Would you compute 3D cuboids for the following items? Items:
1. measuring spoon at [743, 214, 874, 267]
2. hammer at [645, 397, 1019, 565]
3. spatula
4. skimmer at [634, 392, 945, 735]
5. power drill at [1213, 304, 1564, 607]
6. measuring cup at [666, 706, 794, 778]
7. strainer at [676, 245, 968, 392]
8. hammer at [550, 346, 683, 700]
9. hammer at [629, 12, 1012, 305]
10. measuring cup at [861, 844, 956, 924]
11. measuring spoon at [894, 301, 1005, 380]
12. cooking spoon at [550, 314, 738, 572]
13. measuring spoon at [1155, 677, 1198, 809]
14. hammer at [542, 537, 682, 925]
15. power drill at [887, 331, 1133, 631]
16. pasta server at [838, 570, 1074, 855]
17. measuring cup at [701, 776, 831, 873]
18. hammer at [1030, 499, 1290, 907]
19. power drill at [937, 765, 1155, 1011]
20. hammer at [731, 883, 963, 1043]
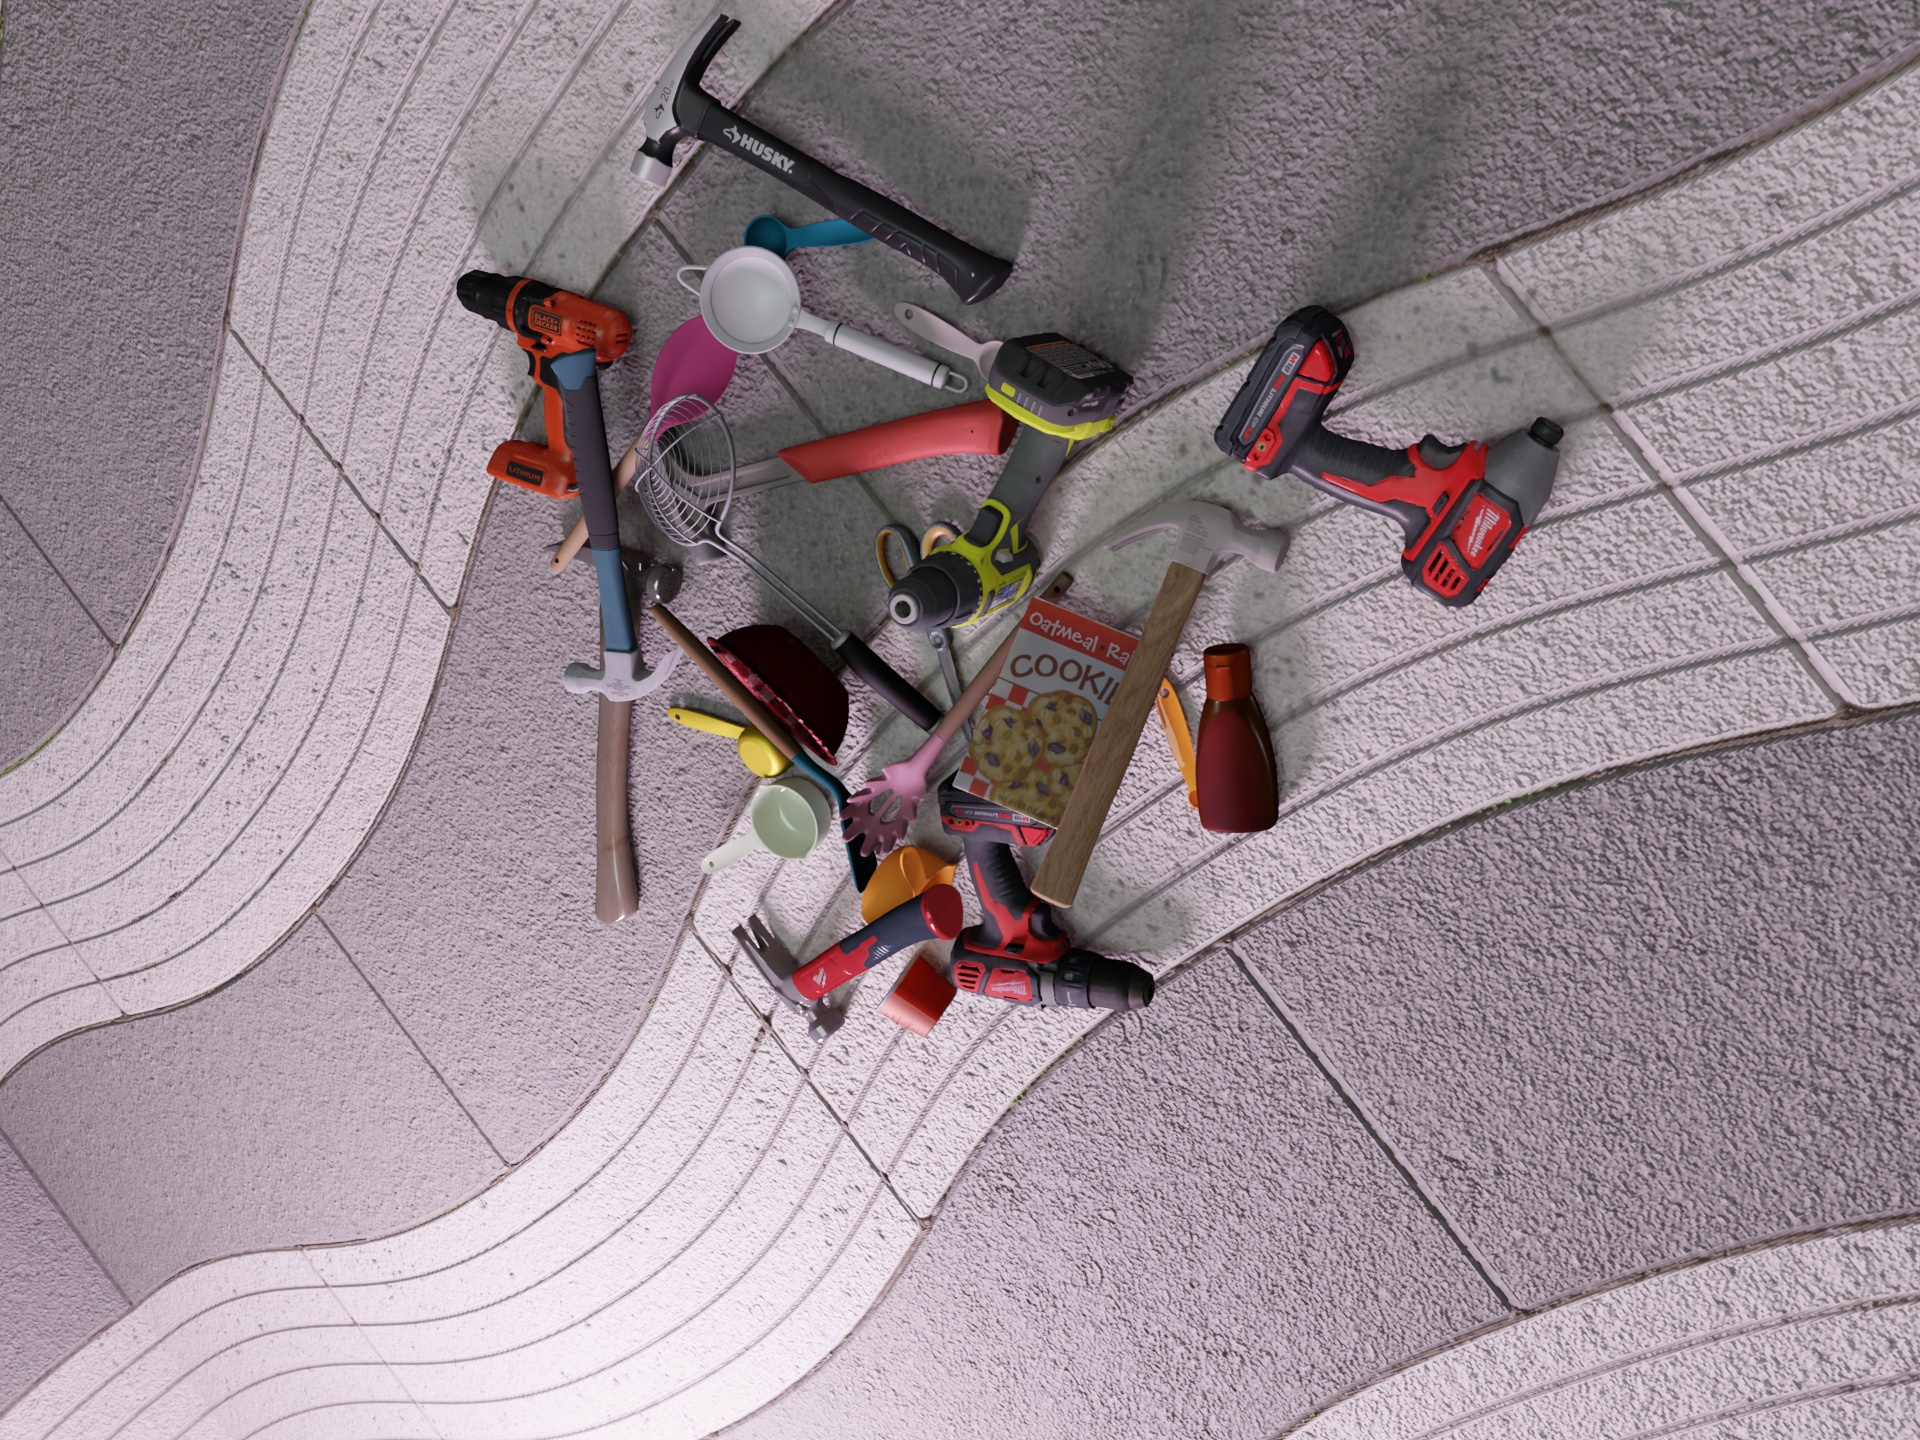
[{"bbox_3d":[-0.117,-0.399,1.311,0.128,0.021,0.042,0,104,20],"label":"measuring spoon"},{"bbox_3d":[-0.113,-0.233,1.358,0.359,0.037,0.149,-8,105,32],"label":"hammer"},{"bbox_3d":[-0.175,0.019,1.443,0.044,0.082,0.317,-41,96,17],"label":"spatula"},{"bbox_3d":[-0.138,-0.128,1.384,0.363,0.090,0.127,42,133,-14],"label":"skimmer"},{"bbox_3d":[0.304,-0.192,1.118,0.220,0.078,0.143,36,122,10],"label":"power drill"},{"bbox_3d":[-0.226,0.017,1.517,0.157,0.029,0.062,15,132,27],"label":"measuring cup"},{"bbox_3d":[-0.111,-0.322,1.312,0.258,0.050,0.087,24,108,9],"label":"strainer"},{"bbox_3d":[-0.325,-0.171,1.442,0.128,0.033,0.330,7,117,23],"label":"hammer"},{"bbox_3d":[-0.104,-0.431,1.268,0.335,0.035,0.146,32,110,11],"label":"hammer"},{"bbox_3d":[-0.055,0.137,1.406,0.052,0.095,0.173,30,160,20],"label":"measuring cup"},{"bbox_3d":[-0.002,-0.309,1.282,0.124,0.018,0.034,33,122,22],"label":"measuring spoon"},{"bbox_3d":[-0.292,-0.238,1.426,0.069,0.017,0.318,48,123,3],"label":"cooking spoon"},{"bbox_3d":[0.182,0.018,1.307,0.021,0.011,0.117,-16,97,29],"label":"measuring spoon"},{"bbox_3d":[-0.354,0.020,1.592,0.146,0.038,0.410,19,117,24],"label":"hammer"},{"bbox_3d":[0.031,-0.172,1.212,0.080,0.190,0.228,33,117,14],"label":"power drill"},{"bbox_3d":[-0.002,-0.004,1.363,0.060,0.040,0.316,38,115,-1],"label":"pasta server"},{"bbox_3d":[-0.190,0.108,1.534,0.167,0.038,0.083,-30,93,36],"label":"measuring cup"},{"bbox_3d":[0.130,-0.013,1.231,0.130,0.031,0.331,24,94,19],"label":"hammer"},{"bbox_3d":[0.073,0.151,1.381,0.188,0.080,0.226,5,114,28],"label":"power drill"},{"bbox_3d":[-0.101,0.196,1.428,0.143,0.038,0.386,51,148,1],"label":"hammer"}]
